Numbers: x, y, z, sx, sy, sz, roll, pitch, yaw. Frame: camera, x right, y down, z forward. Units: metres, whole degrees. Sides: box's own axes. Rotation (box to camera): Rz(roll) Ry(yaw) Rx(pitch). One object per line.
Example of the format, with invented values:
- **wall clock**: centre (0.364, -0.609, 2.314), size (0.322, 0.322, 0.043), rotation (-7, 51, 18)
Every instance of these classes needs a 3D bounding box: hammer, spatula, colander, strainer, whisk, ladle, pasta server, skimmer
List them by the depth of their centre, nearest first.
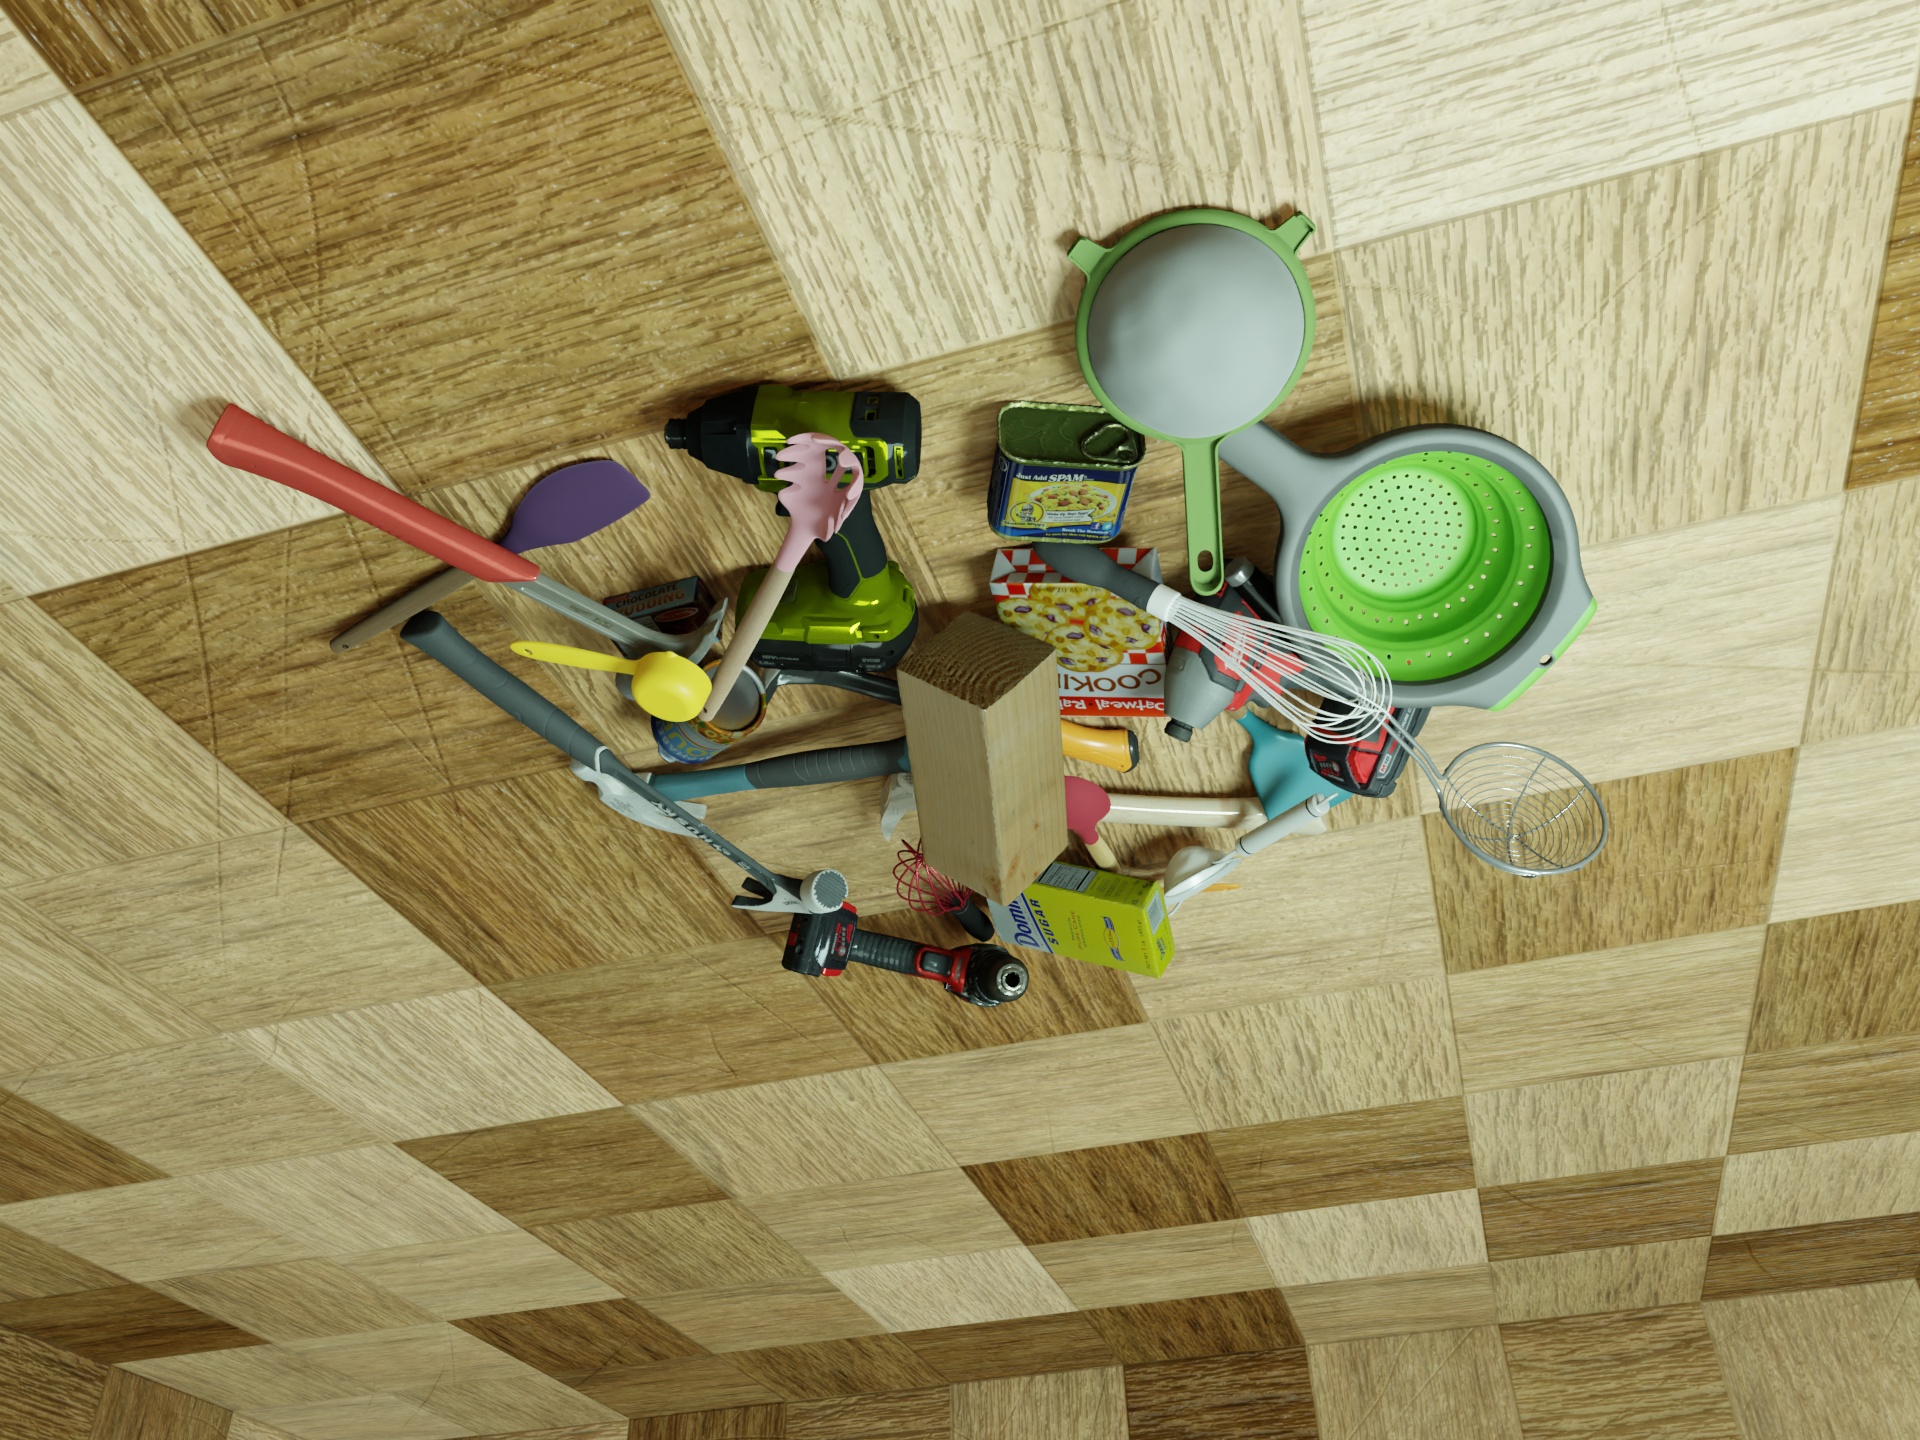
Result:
- **strainer**: centre (0.152, -0.187, 1.006), size (0.151, 0.069, 0.256), rotation (-4, 119, 6)
- **whisk**: centre (0.169, -0.068, 1.105), size (0.285, 0.070, 0.070), rotation (29, 148, 20)
- **colander**: centre (0.253, -0.162, 1.107), size (0.397, 0.095, 0.204), rotation (33, 114, -12)
- **pasta server**: centre (-0.136, -0.088, 1.107), size (0.060, 0.040, 0.316), rotation (43, 137, 6)
- **hammer**: centre (-0.347, -0.124, 1.127), size (0.358, 0.037, 0.149), rotation (28, 146, -23)
- **spatula**: centre (-0.365, -0.118, 1.192), size (0.316, 0.018, 0.059), rotation (-24, 135, 25)
- **skimmer**: centre (0.344, -0.011, 1.192), size (0.363, 0.127, 0.090), rotation (41, 139, -21)
- **hammer**: centre (-0.281, 0.043, 1.311), size (0.408, 0.036, 0.149), rotation (39, 152, -22)
- **spatula**: centre (0.225, -0.013, 1.327), size (0.082, 0.044, 0.317), rotation (-27, 135, 24)
- **hammer**: centre (-0.002, -0.004, 1.333), size (0.336, 0.034, 0.127), rotation (15, 145, -22)
- **hammer**: centre (-0.166, 0.045, 1.359), size (0.331, 0.033, 0.128), rotation (-8, 144, 25)
- **strainer**: centre (0.252, 0.113, 1.429), size (0.087, 0.050, 0.258), rotation (-14, 163, -37)
- **ladle**: centre (0.121, 0.111, 1.437), size (0.069, 0.031, 0.315), rotation (-4, 160, 14)
- **hammer**: centre (0.132, 0.082, 1.443), size (0.410, 0.038, 0.146), rotation (4, 156, -12)
- **whisk**: centre (-0.007, 0.168, 1.506), size (0.073, 0.073, 0.295), rotation (-9, 158, 10)

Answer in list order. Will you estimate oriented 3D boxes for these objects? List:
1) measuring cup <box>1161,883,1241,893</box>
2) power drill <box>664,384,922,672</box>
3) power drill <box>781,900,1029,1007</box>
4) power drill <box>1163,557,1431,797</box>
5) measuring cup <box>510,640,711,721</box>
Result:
- **measuring cup**: centre (0.191, 0.191, 1.554), size (0.173, 0.052, 0.095), rotation (-9, 159, 25)
- **power drill**: centre (-0.111, -0.138, 1.131), size (0.171, 0.080, 0.223), rotation (2, 139, 4)
- **power drill**: centre (-0.048, 0.228, 1.532), size (0.226, 0.080, 0.188), rotation (15, 171, -10)
- **power drill**: centre (0.256, -0.023, 1.242), size (0.219, 0.079, 0.143), rotation (23, 92, -28)
- **measuring cup**: centre (-0.263, -0.032, 1.180), size (0.156, 0.029, 0.062), rotation (11, 146, 5)
